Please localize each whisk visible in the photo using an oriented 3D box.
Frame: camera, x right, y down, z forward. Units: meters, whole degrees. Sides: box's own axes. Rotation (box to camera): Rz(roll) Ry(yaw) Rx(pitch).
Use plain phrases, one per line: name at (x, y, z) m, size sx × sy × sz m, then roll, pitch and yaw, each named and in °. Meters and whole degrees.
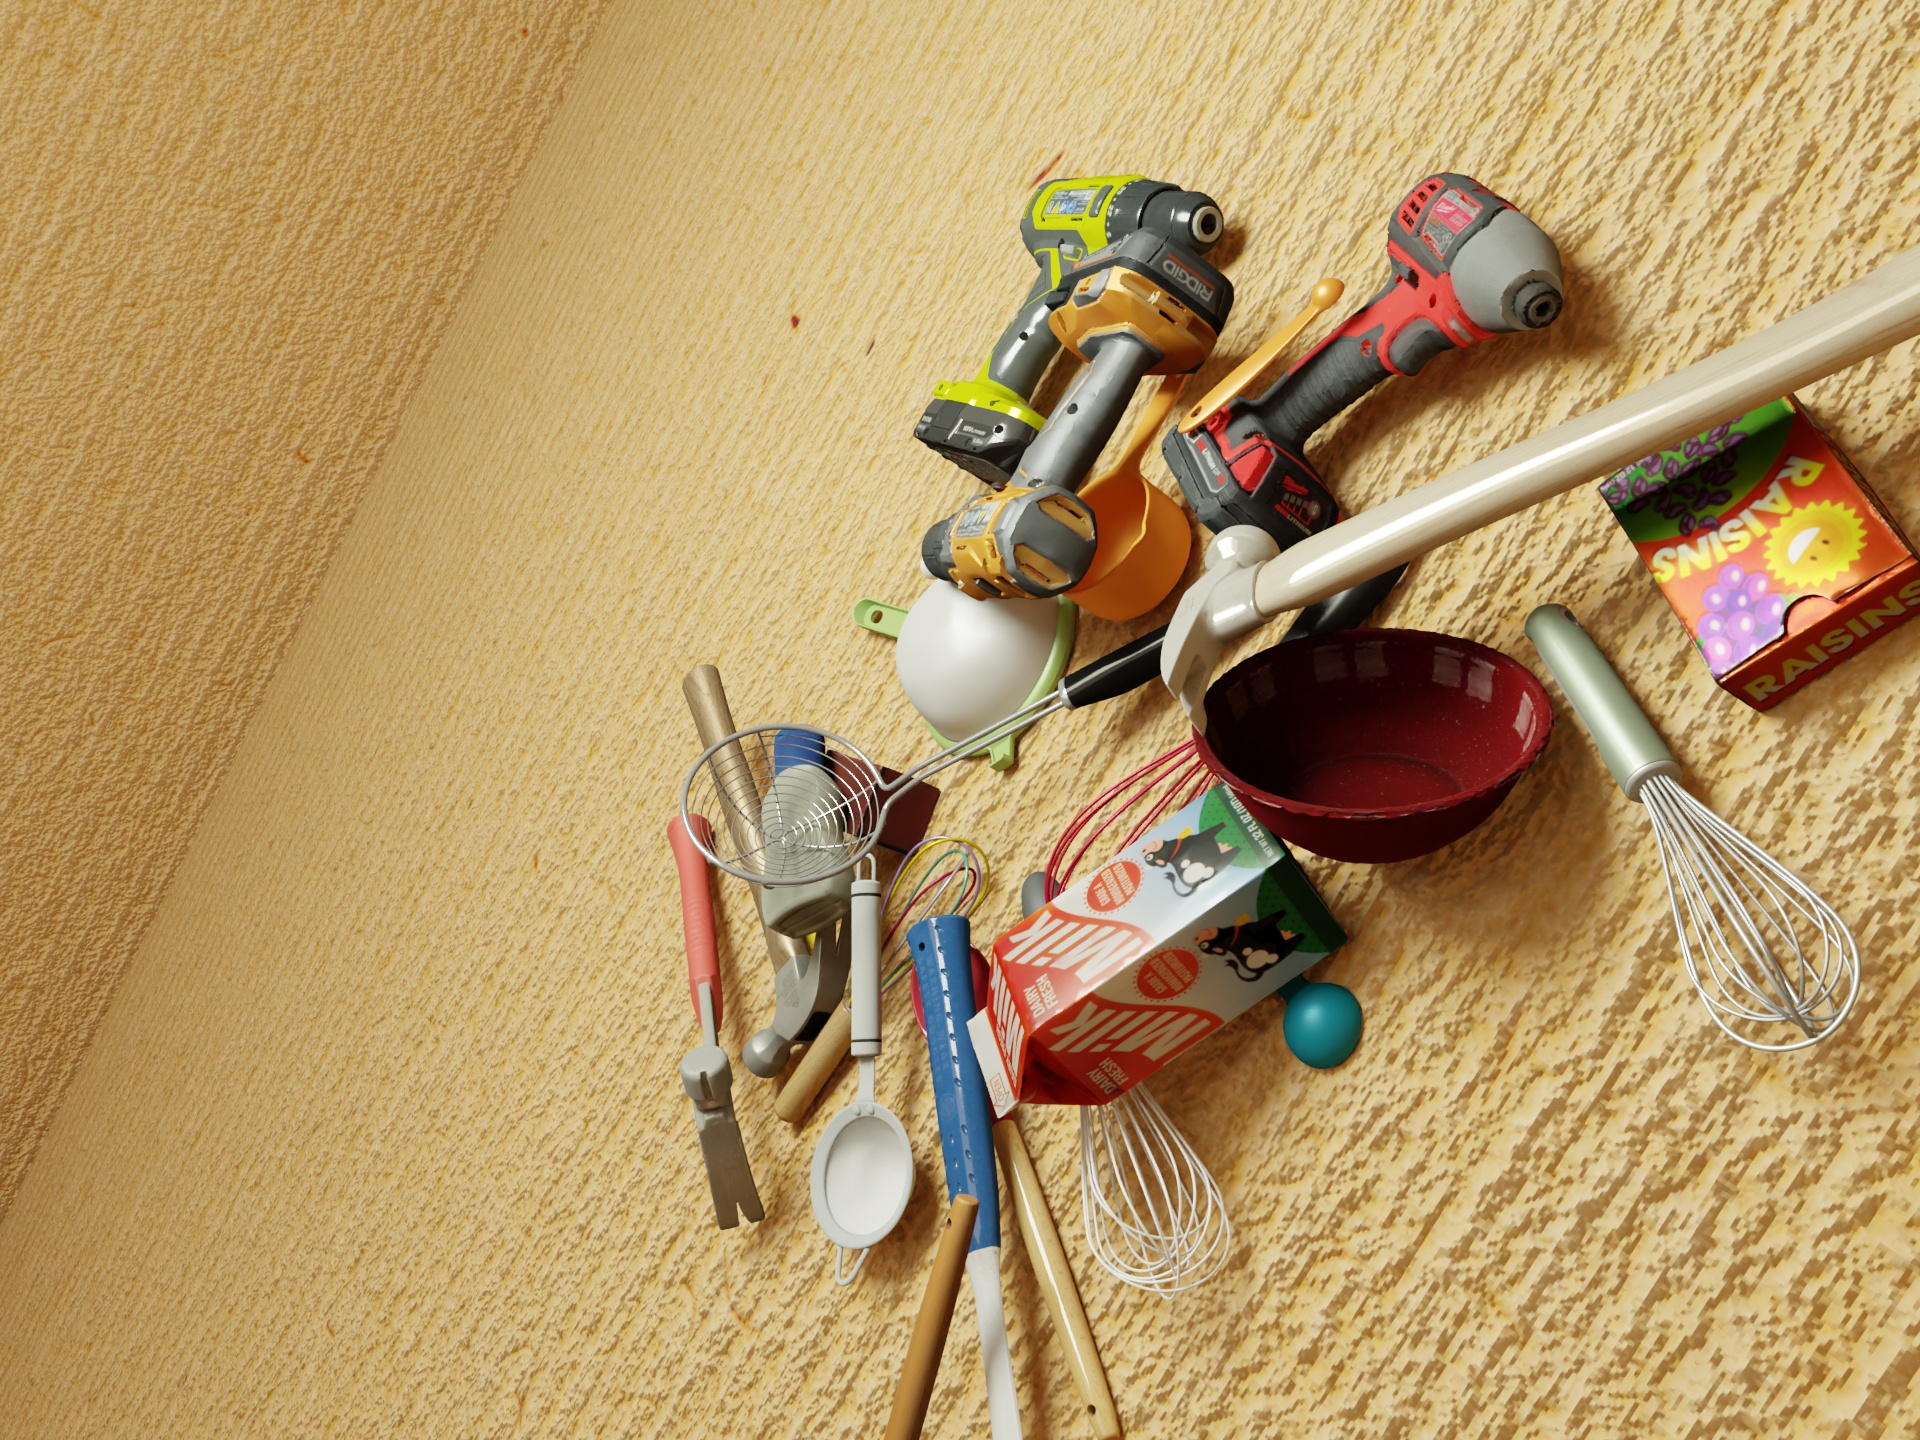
whisk at (0.144, 0.009, 0.860) m, size 0.296 × 0.073 × 0.073 m, roll -51°, pitch 36°, yaw 9°
whisk at (-0.054, 0.174, 1.036) m, size 0.245 × 0.047 × 0.051 m, roll -57°, pitch 43°, yaw 20°
whisk at (0.290, 0.032, 0.658) m, size 0.059 × 0.057 × 0.247 m, roll -44°, pitch 35°, yaw 26°
whisk at (0.072, 0.180, 0.851) m, size 0.070 × 0.070 × 0.285 m, roll -49°, pitch 33°, yaw 23°

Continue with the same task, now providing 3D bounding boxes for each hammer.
hammer at (0.017, 0.290, 0.837) m, size 0.144 × 0.035 × 0.406 m, roll -40°, pitch 47°, yaw 39°
hammer at (0.265, -0.111, 0.672) m, size 0.410 × 0.038 × 0.146 m, roll -25°, pitch 22°, yaw 35°
hammer at (-0.152, 0.085, 1.164) m, size 0.130 × 0.031 × 0.332 m, roll -49°, pitch 47°, yaw 30°
hammer at (-0.187, 0.192, 1.170) m, size 0.359 × 0.036 × 0.149 m, roll -112°, pitch 13°, yaw -57°

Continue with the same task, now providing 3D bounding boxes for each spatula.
spatula at (-0.031, 0.398, 0.813) m, size 0.081 × 0.041 × 0.322 m, roll 21°, pitch 96°, yaw 65°

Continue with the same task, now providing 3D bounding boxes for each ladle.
ladle at (0.031, 0.248, 0.888) m, size 0.069 × 0.031 × 0.316 m, roll -51°, pitch 39°, yaw 26°

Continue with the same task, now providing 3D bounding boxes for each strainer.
strainer at (-0.025, -0.067, 1.115) m, size 0.256 × 0.069 × 0.151 m, roll 20°, pitch 87°, yaw 54°
strainer at (-0.055, 0.210, 0.978) m, size 0.087 × 0.050 × 0.258 m, roll -13°, pitch 72°, yaw 40°

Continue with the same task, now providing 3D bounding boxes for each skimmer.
skimmer at (-0.002, -0.003, 0.952) m, size 0.363 × 0.090 × 0.127 m, roll -27°, pitch 46°, yaw 22°

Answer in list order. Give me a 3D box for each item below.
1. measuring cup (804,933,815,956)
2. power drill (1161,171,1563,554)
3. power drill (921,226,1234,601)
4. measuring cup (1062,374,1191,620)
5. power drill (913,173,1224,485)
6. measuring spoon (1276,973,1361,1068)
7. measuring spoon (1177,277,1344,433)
measuring cup at (-0.101, 0.141, 1.138) m, size 0.062 × 0.029 × 0.157 m, roll -35°, pitch 56°, yaw 39°
power drill at (0.218, -0.182, 0.847) m, size 0.219 × 0.078 × 0.143 m, roll -46°, pitch 29°, yaw 21°
power drill at (0.058, -0.175, 0.980) m, size 0.226 × 0.084 × 0.185 m, roll -62°, pitch 20°, yaw -7°
measuring cup at (0.119, -0.142, 0.989) m, size 0.095 × 0.052 × 0.174 m, roll 14°, pitch 74°, yaw 57°
power drill at (0.076, -0.273, 1.102) m, size 0.191 × 0.080 × 0.228 m, roll 29°, pitch 91°, yaw 57°
measuring spoon at (0.154, 0.123, 0.802) m, size 0.042 × 0.021 × 0.129 m, roll -55°, pitch 37°, yaw 14°
measuring spoon at (0.160, -0.198, 0.864) m, size 0.117 × 0.011 × 0.021 m, roll -42°, pitch 30°, yaw 21°
